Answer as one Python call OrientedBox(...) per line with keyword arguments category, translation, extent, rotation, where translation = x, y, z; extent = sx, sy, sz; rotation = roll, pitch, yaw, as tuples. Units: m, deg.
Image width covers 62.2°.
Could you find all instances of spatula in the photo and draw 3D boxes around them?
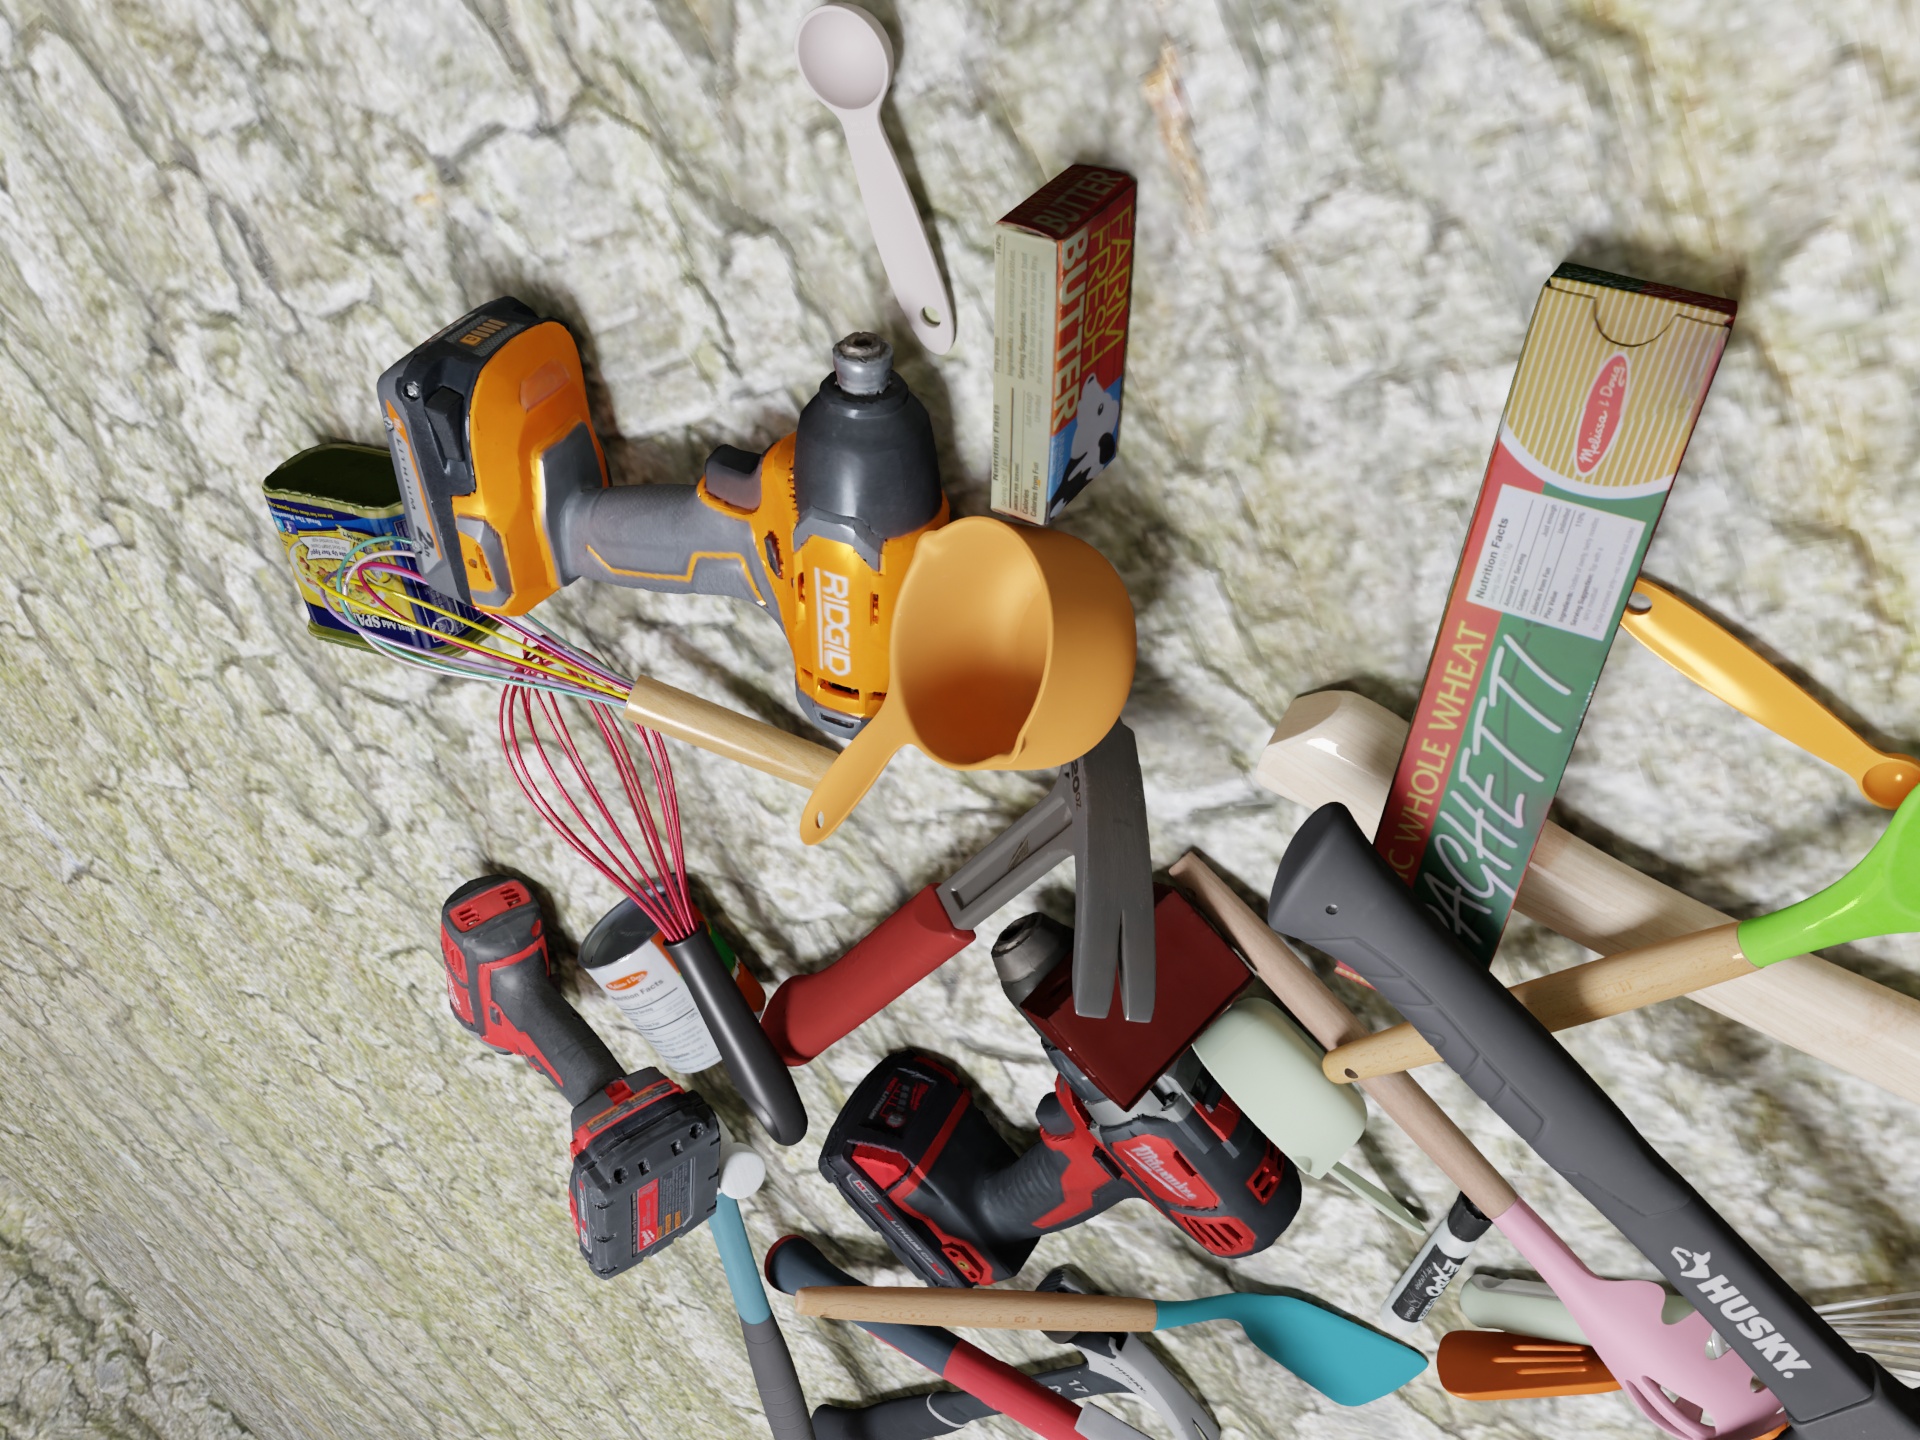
OrientedBox(category="spatula", translation=(0.366, 0.318, 0.666), extent=(0.323, 0.081, 0.041), rotation=(19, 93, 16))
OrientedBox(category="spatula", translation=(0.073, 0.306, 0.792), extent=(0.317, 0.044, 0.082), rotation=(9, 141, -16))

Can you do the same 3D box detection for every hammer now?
OrientedBox(category="hammer", translation=(-0.128, 0.390, 1.020), extent=(0.128, 0.033, 0.330), rotation=(17, 125, 54))
OrientedBox(category="hammer", translation=(0.007, 0.454, 1.048), extent=(0.149, 0.036, 0.409), rotation=(43, 139, -6))
OrientedBox(category="hammer", translation=(0.290, 0.104, 0.541), extent=(0.411, 0.038, 0.146), rotation=(27, 138, 14))
OrientedBox(category="hammer", translation=(-0.018, 0.106, 0.710), extent=(0.036, 0.149, 0.359), rotation=(10, 151, -22))
OrientedBox(category="hammer", translation=(-0.011, 0.352, 0.886), extent=(0.143, 0.038, 0.386), rotation=(40, 159, -31))
OrientedBox(category="hammer", translation=(0.225, 0.149, 0.528), extent=(0.334, 0.035, 0.146), rotation=(45, 120, -11))

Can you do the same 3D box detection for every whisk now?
OrientedBox(category="whisk", translation=(-0.146, 0.090, 0.790), extent=(0.073, 0.073, 0.295), rotation=(-11, 110, 41))
OrientedBox(category="whisk", translation=(-0.168, -0.021, 0.717), extent=(0.245, 0.051, 0.047), rotation=(22, 160, -8))
OrientedBox(category="whisk", translation=(0.318, 0.249, 0.646), extent=(0.246, 0.057, 0.059), rotation=(-10, 85, 44))

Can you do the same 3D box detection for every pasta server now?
OrientedBox(category="pasta server", translation=(0.201, 0.169, 0.638), extent=(0.316, 0.040, 0.060), rotation=(47, 143, 9))

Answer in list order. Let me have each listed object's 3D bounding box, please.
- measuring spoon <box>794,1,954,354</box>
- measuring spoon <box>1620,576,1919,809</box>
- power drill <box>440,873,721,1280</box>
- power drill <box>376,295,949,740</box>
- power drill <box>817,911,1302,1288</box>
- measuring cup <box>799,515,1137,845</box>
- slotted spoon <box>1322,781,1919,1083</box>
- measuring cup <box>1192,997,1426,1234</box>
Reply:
OrientedBox(category="measuring spoon", translation=(-0.022, -0.180, 0.535), extent=(0.034, 0.018, 0.124), rotation=(7, 136, 31))
OrientedBox(category="measuring spoon", translation=(0.247, -0.012, 0.492), extent=(0.117, 0.011, 0.021), rotation=(37, 139, 8))
OrientedBox(category="power drill", translation=(-0.232, 0.205, 0.931), extent=(0.220, 0.078, 0.143), rotation=(44, 143, 30))
OrientedBox(category="power drill", translation=(-0.109, -0.093, 0.623), extent=(0.226, 0.084, 0.164), rotation=(18, 133, 17))
OrientedBox(category="power drill", translation=(0.030, 0.190, 0.773), extent=(0.226, 0.080, 0.187), rotation=(-28, 107, 43))
OrientedBox(category="measuring cup", translation=(-0.001, -0.002, 0.587), extent=(0.173, 0.052, 0.095), rotation=(-48, 53, 40))
OrientedBox(category="slotted spoon", translation=(0.231, 0.077, 0.513), extent=(0.070, 0.031, 0.313), rotation=(47, 139, -6))
OrientedBox(category="measuring cup", translation=(0.166, 0.175, 0.687), extent=(0.167, 0.038, 0.083), rotation=(40, -174, -29))
